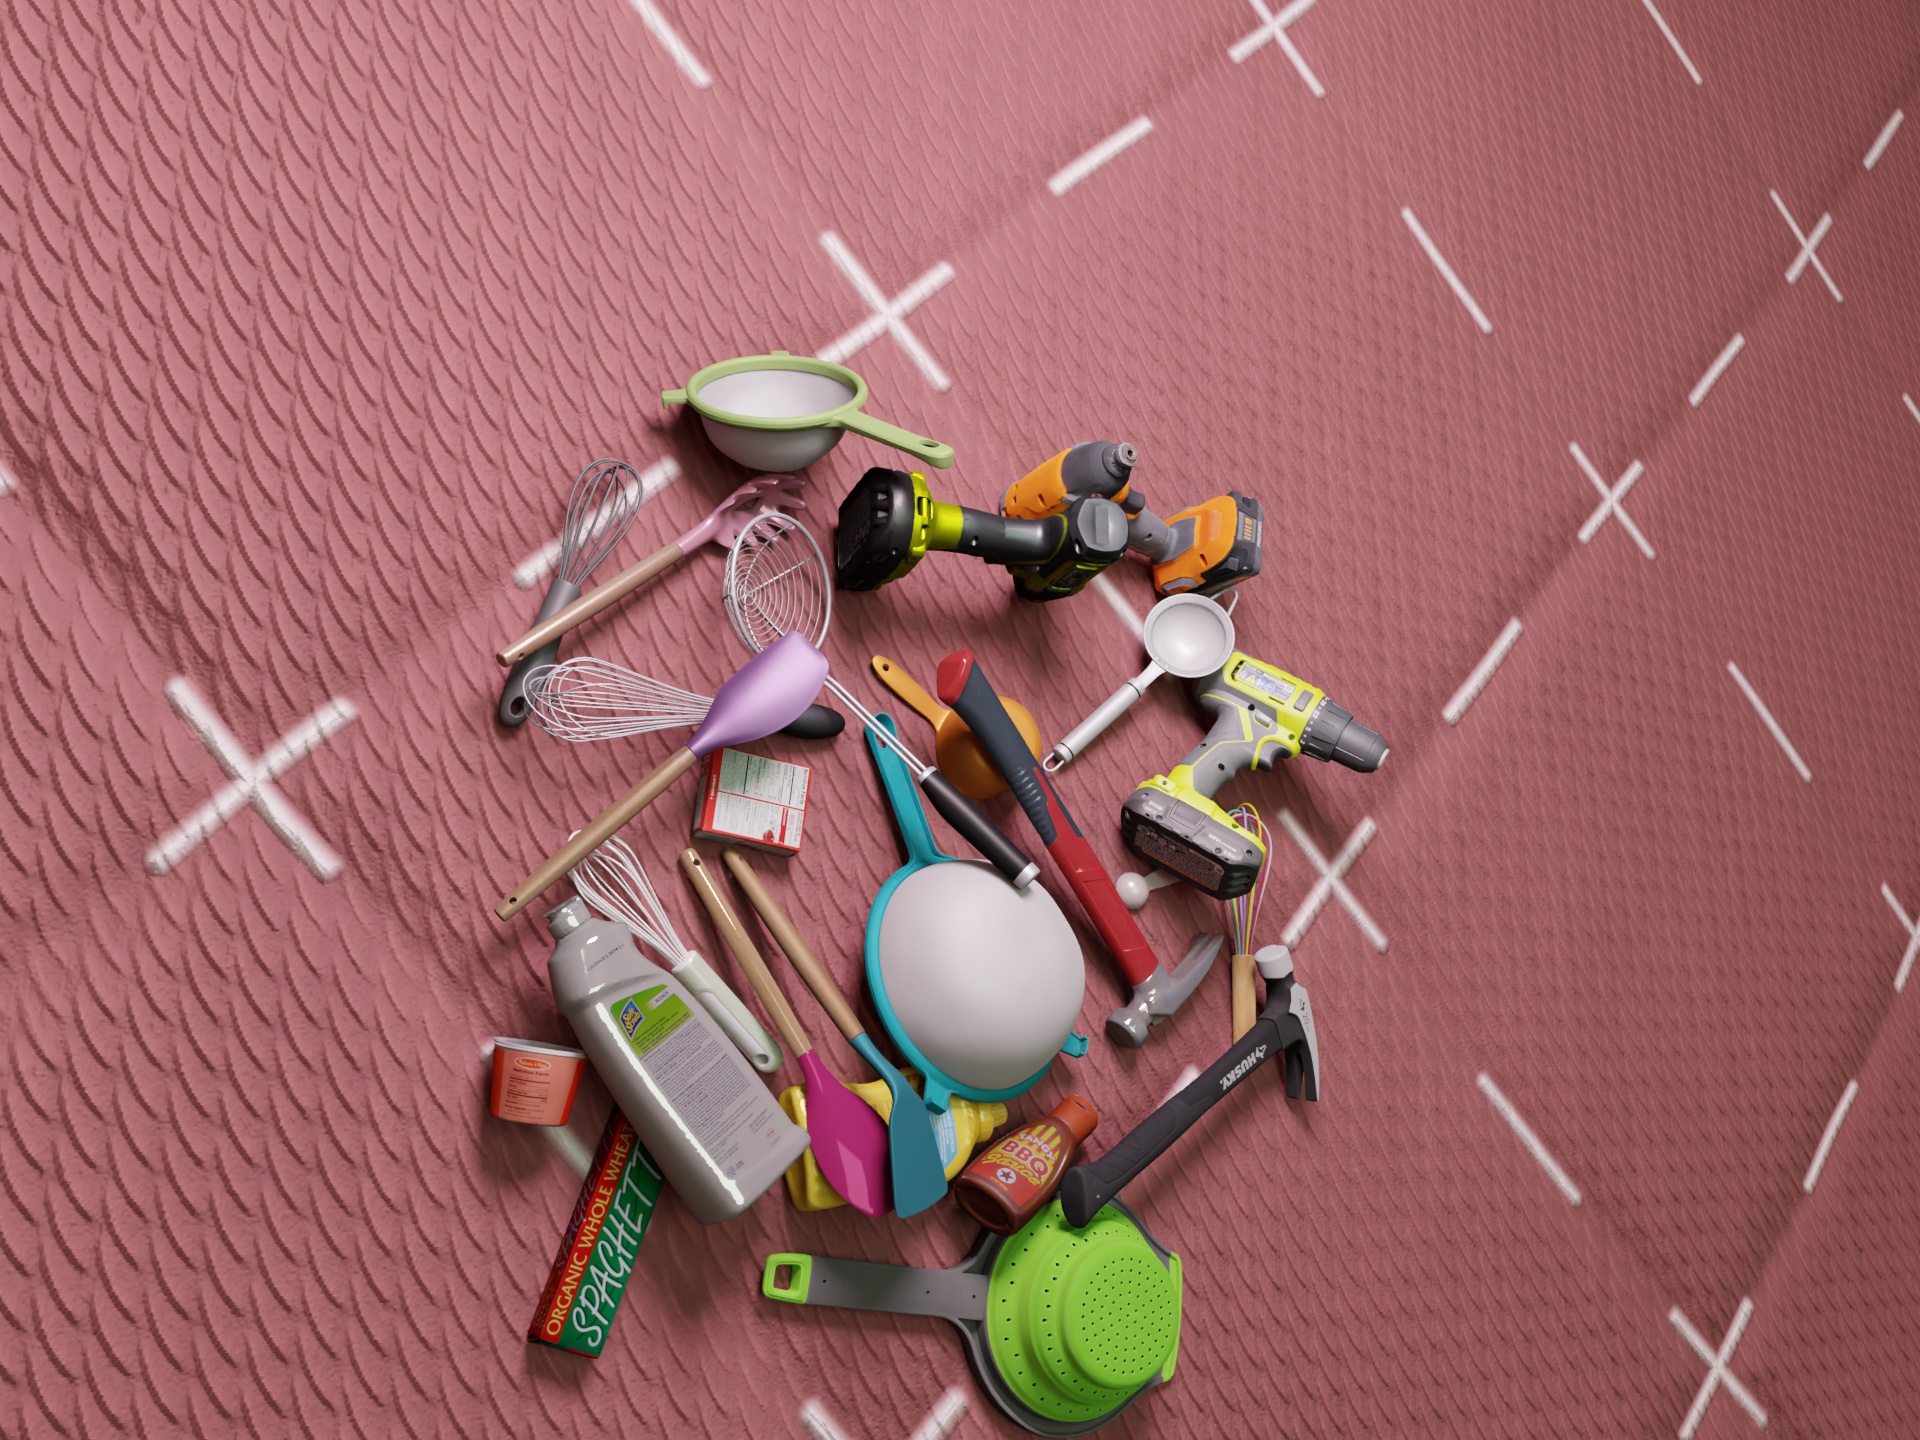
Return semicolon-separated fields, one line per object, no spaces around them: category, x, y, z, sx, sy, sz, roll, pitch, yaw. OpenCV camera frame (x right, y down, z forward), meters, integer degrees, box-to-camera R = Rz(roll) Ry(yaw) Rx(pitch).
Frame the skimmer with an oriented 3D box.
skimmer;-0.057;-0.015;1.289;0.363;0.090;0.127;44;36;9

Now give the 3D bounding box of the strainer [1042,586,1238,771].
strainer;0.168;-0.035;1.489;0.258;0.050;0.087;-41;73;-19

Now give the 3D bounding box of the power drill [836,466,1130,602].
power drill;0.012;-0.149;1.377;0.223;0.171;0.080;5;74;-20

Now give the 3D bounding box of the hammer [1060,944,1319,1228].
hammer;0.204;0.336;1.382;0.335;0.035;0.146;-29;106;-39

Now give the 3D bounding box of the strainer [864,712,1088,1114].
strainer;0.009;0.138;1.309;0.211;0.095;0.340;-9;73;-46

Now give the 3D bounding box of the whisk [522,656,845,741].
whisk;-0.211;-0.009;1.260;0.284;0.070;0.070;6;74;-38

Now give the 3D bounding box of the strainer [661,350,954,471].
strainer;-0.112;-0.231;1.313;0.151;0.256;0.069;-34;140;-43

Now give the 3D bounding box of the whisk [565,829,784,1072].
whisk;-0.218;0.180;1.219;0.246;0.058;0.059;51;24;-14

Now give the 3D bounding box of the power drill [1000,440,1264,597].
power drill;0.172;-0.191;1.474;0.226;0.164;0.084;17;69;-28

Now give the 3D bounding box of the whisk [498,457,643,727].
whisk;-0.306;-0.102;1.244;0.055;0.055;0.239;26;70;-22

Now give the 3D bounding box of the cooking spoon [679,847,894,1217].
cooking spoon;-0.133;0.235;1.225;0.069;0.017;0.319;-24;75;-39

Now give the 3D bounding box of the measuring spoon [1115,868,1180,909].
measuring spoon;0.196;0.143;1.483;0.124;0.018;0.034;-19;87;-33

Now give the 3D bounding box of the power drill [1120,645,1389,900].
power drill;0.272;0.050;1.477;0.191;0.080;0.228;29;61;18

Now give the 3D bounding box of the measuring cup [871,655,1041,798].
measuring cup;-0.002;-0.004;1.386;0.173;0.052;0.095;41;61;-17

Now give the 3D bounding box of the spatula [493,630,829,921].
spatula;-0.221;0.043;1.196;0.060;0.018;0.316;45;68;7

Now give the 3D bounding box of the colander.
colander;0.039;0.461;1.262;0.396;0.094;0.205;16;70;-26

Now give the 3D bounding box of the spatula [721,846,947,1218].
spatula;-0.103;0.231;1.231;0.318;0.044;0.082;53;21;17

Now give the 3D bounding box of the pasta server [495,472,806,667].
pasta server;-0.239;-0.121;1.264;0.040;0.060;0.316;28;46;24

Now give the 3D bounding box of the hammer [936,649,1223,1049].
hammer;0.100;0.095;1.384;0.143;0.038;0.386;-42;111;-30

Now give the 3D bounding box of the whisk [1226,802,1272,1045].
whisk;0.266;0.199;1.493;0.051;0.047;0.245;15;73;-50
